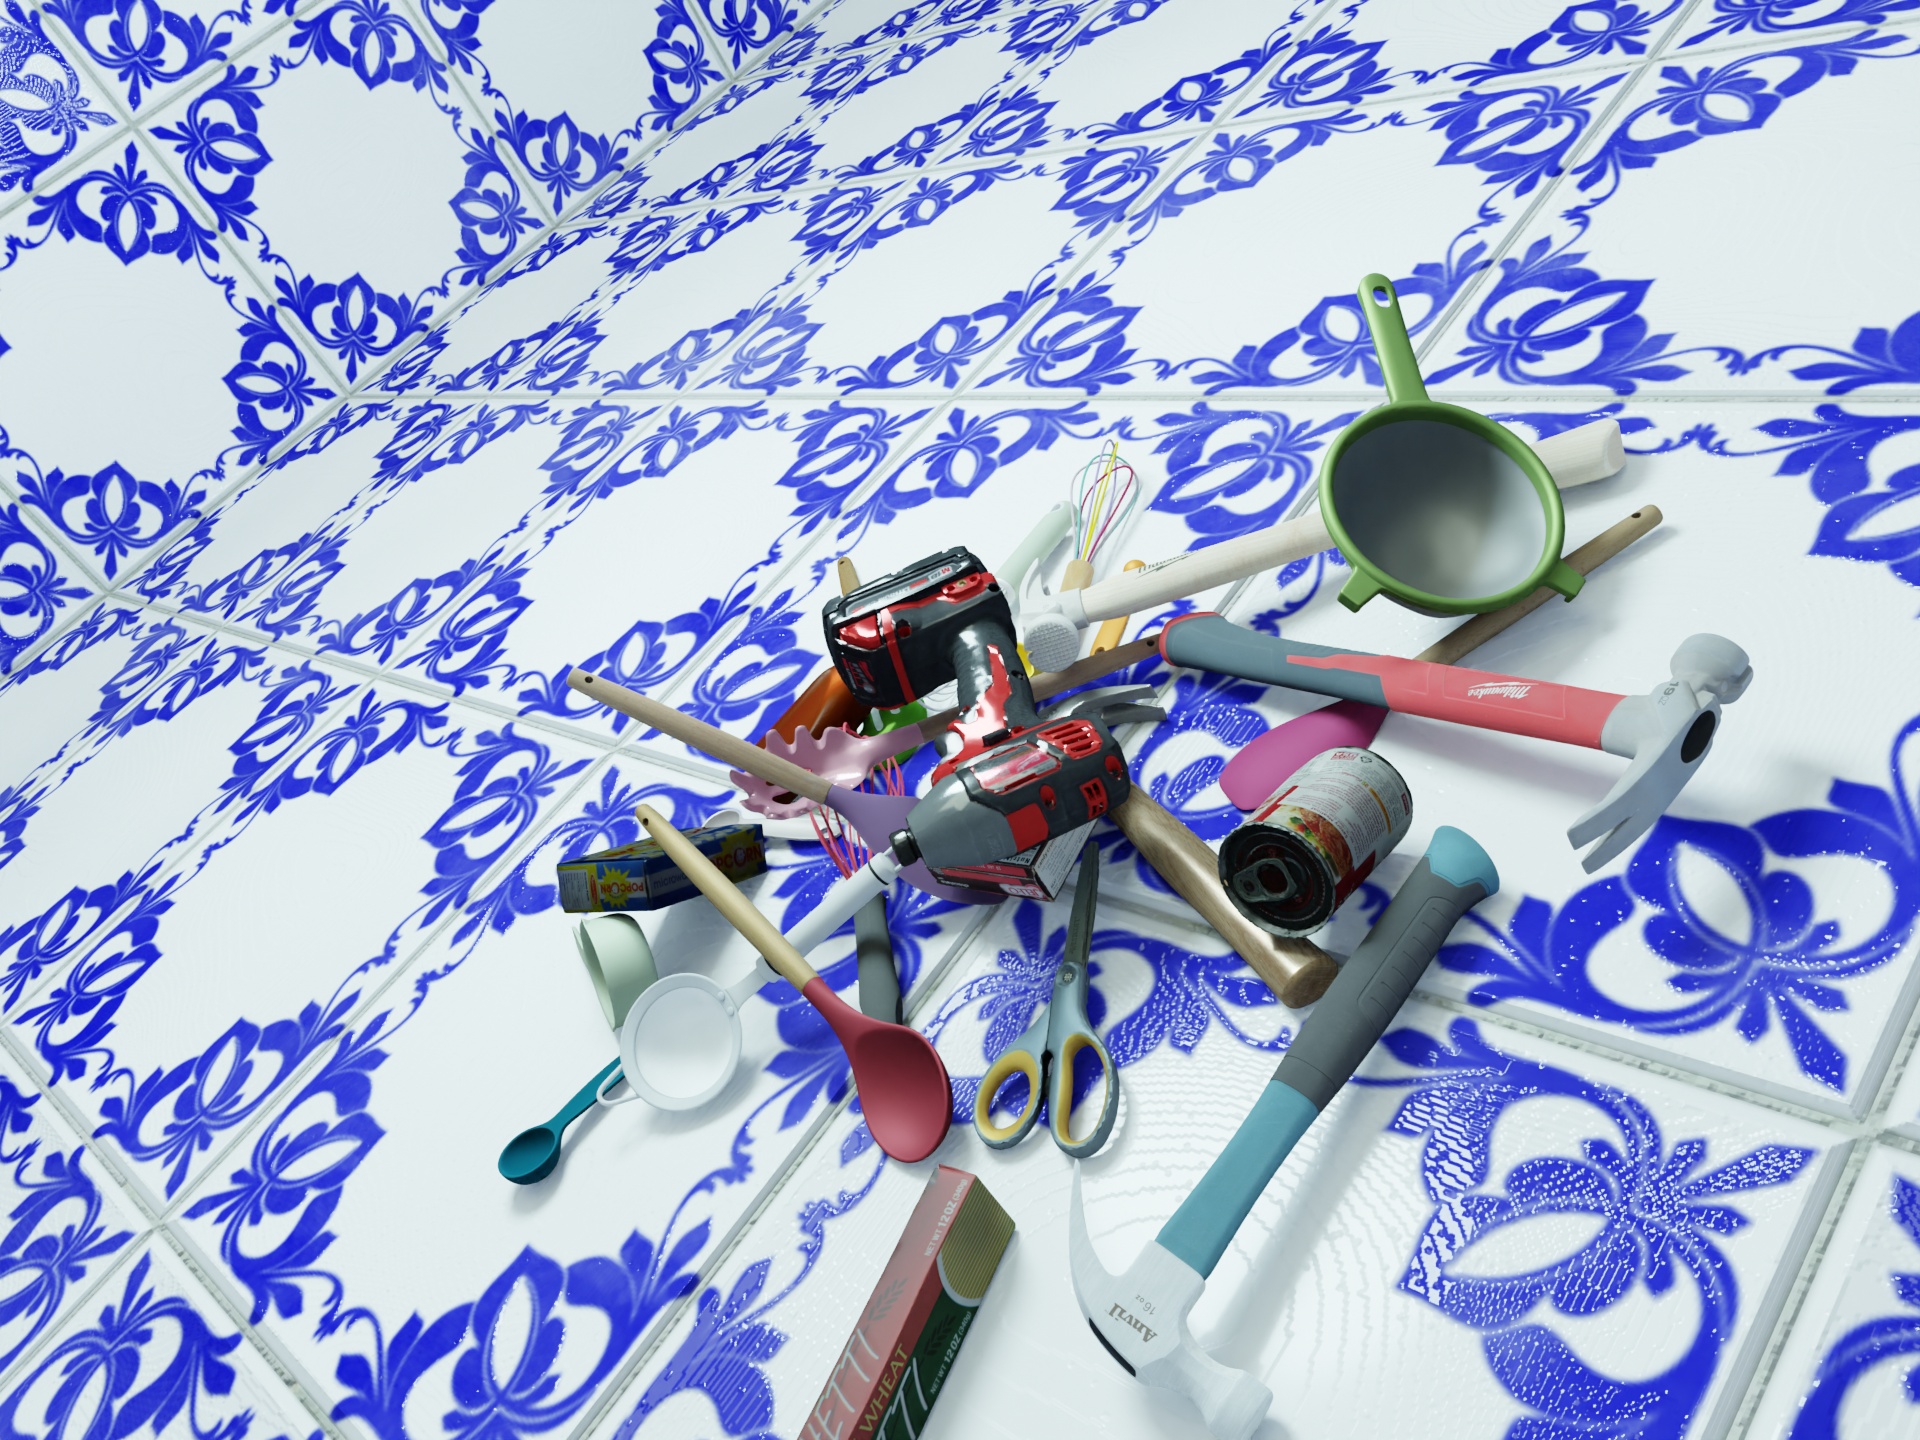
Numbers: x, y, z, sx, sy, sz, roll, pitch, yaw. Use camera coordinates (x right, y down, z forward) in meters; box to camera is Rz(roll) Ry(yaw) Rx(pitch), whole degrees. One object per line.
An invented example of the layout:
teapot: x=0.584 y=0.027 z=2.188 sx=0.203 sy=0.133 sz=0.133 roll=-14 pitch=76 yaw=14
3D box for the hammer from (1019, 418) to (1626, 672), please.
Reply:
hammer: x=0.238 y=-0.130 z=1.087 sx=0.410 sy=0.038 sz=0.146 roll=-17 pitch=23 yaw=9

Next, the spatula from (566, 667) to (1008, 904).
spatula: x=-0.109 y=0.039 z=1.020 sx=0.316 sy=0.018 sz=0.060 roll=25 pitch=61 yaw=1

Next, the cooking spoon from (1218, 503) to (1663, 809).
cooking spoon: x=0.297 y=-0.041 z=0.981 sx=0.319 sy=0.017 sz=0.069 roll=-33 pitch=34 yaw=0

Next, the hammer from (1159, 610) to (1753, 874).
hammer: x=0.244 y=-0.012 z=0.931 sx=0.143 sy=0.038 sz=0.386 roll=-46 pitch=31 yaw=-19

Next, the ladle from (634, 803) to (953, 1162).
ladle: x=-0.107 y=0.145 z=0.960 sx=0.316 sy=0.031 sz=0.069 roll=40 pitch=108 yaw=31

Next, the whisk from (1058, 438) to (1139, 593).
whisk: x=0.098 y=-0.130 z=1.238 sx=0.047 sy=0.051 sz=0.245 roll=-29 pitch=32 yaw=43

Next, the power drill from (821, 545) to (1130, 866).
power drill: x=-0.002 y=-0.002 z=0.974 sx=0.143 sy=0.078 sz=0.220 roll=-24 pitch=45 yaw=-6

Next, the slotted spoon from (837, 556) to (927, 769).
slotted spoon: x=-0.079 y=-0.060 z=1.295 sx=0.070 sy=0.031 sz=0.314 roll=-28 pitch=33 yaw=7

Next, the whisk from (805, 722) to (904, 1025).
whisk: x=-0.063 y=0.105 z=1.048 sx=0.073 sy=0.073 sz=0.296 roll=-24 pitch=40 yaw=11

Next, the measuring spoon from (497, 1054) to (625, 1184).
measuring spoon: x=-0.245 y=0.257 z=1.040 sx=0.042 sy=0.021 sz=0.128 roll=13 pitch=45 yaw=46

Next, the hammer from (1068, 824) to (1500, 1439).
hammer: x=0.171 y=0.175 z=0.774 sx=0.128 sy=0.033 sz=0.331 roll=30 pitch=60 yaw=25

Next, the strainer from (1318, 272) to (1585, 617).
strainer: x=0.281 y=-0.165 z=1.005 sx=0.151 sy=0.069 sz=0.257 roll=-4 pitch=63 yaw=-7

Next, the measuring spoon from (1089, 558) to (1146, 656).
measuring spoon: x=0.115 y=-0.082 z=1.181 sx=0.021 sy=0.011 sz=0.117 roll=-6 pitch=42 yaw=33

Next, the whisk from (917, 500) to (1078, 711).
whisk: x=0.029 y=-0.096 z=1.240 sx=0.058 sy=0.059 sz=0.246 roll=-15 pitch=30 yaw=49

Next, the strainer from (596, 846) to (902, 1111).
strainer: x=-0.123 y=0.161 z=0.999 sx=0.258 sy=0.050 sz=0.087 roll=-41 pitch=65 yaw=11

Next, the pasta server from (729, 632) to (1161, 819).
pasta server: x=-0.002 y=-0.003 z=1.073 sx=0.316 sy=0.040 sz=0.060 roll=-20 pitch=74 yaw=-10

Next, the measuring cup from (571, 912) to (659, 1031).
measuring cup: x=-0.247 y=0.164 z=1.125 sx=0.038 sy=0.083 sz=0.168 roll=-16 pitch=11 yaw=-19

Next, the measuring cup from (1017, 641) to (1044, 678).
measuring cup: x=0.016 y=0.014 z=1.136 sx=0.062 sy=0.029 sz=0.157 roll=2 pitch=58 yaw=40

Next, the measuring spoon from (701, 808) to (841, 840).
measuring spoon: x=-0.138 y=0.084 z=1.175 sx=0.124 sy=0.018 sz=0.034 roll=0 pitch=41 yaw=29

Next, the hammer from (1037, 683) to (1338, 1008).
hammer: x=0.123 y=0.069 z=0.969 sx=0.130 sy=0.031 sz=0.332 roll=-36 pitch=35 yaw=-5
